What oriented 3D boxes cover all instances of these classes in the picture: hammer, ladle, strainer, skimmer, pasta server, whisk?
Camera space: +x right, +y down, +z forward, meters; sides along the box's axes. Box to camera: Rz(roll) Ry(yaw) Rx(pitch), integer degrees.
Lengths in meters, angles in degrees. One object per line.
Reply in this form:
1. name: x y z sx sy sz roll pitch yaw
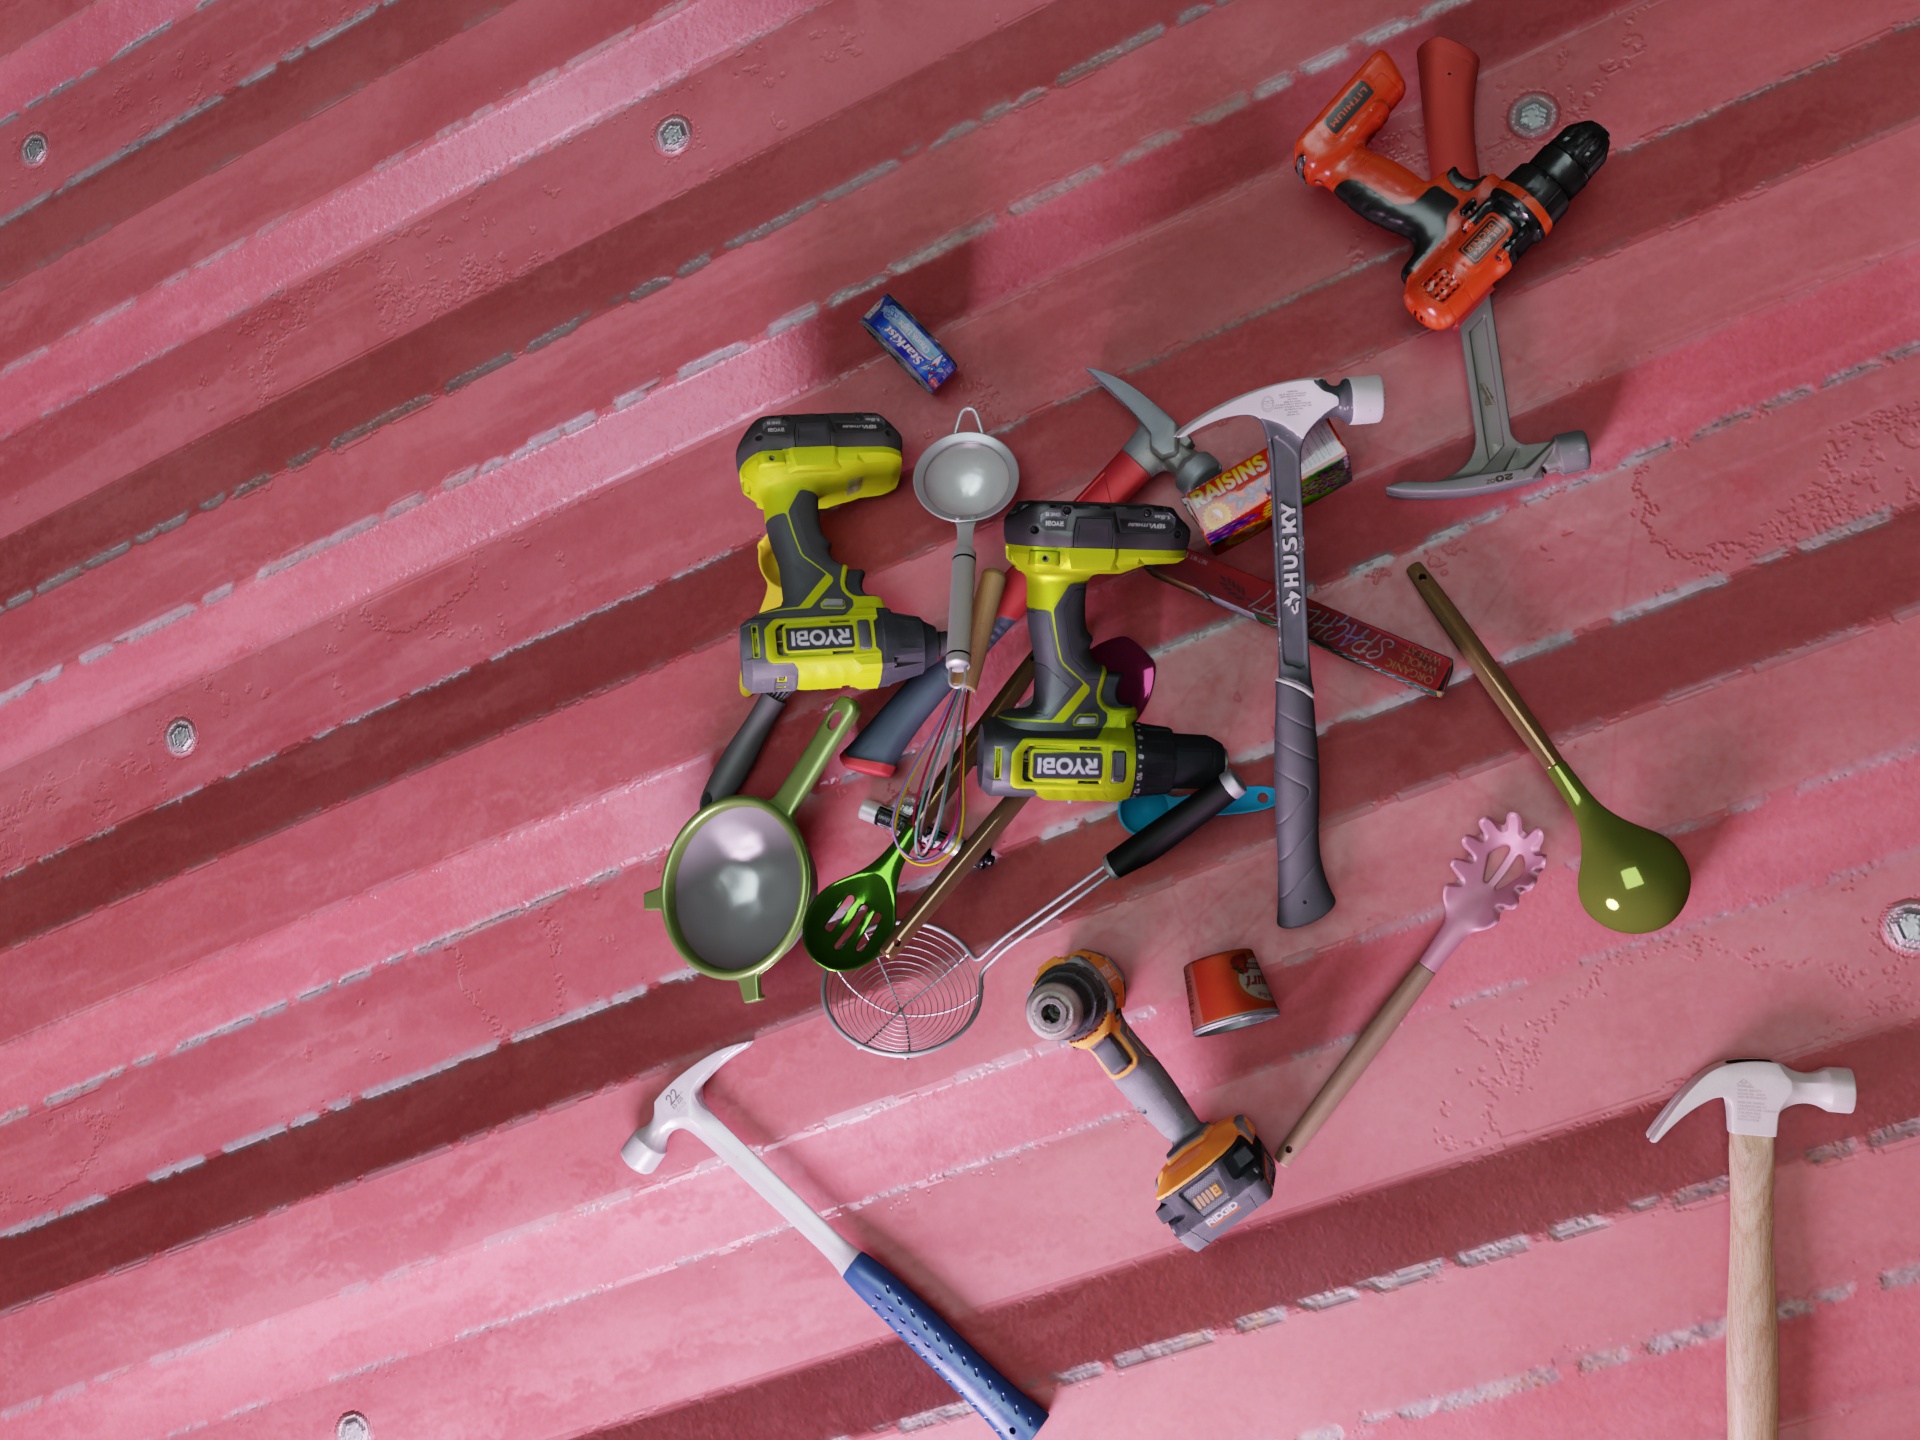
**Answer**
1. hammer: 0.546 0.402 1.102 0.130 0.031 0.331 1 85 16
2. hammer: 0.382 -0.351 1.230 0.149 0.036 0.359 -8 82 15
3. ladle: 0.425 0.014 1.181 0.078 0.062 0.320 -32 69 8
4. strainer: 0.002 -0.135 1.265 0.087 0.050 0.259 0 60 6
5. skimmer: 0.054 0.138 1.224 0.363 0.090 0.127 -37 48 18
6. hammer: 0.030 -0.109 1.302 0.386 0.038 0.143 -46 67 9
7. hammer: -0.092 0.427 1.283 0.406 0.035 0.144 38 95 17
8. pasta server: 0.329 0.205 1.184 0.060 0.040 0.316 38 97 29
9. whisk: 0.000 -0.003 1.248 0.047 0.051 0.245 7 75 33
10. hammer: 0.242 -0.043 1.176 0.149 0.036 0.409 -4 101 2
11. strainer: -0.143 0.096 1.313 0.152 0.069 0.256 35 96 31
12. whisk: -0.155 -0.017 1.348 0.055 0.055 0.239 34 99 17

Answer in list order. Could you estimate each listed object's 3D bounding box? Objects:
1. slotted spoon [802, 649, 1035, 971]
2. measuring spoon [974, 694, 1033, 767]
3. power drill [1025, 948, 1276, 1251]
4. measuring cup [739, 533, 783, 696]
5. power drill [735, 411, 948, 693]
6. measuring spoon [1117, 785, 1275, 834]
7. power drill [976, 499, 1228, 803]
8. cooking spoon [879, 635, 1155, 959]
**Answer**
1. slotted spoon: -0.020 0.067 1.273 0.070 0.031 0.314 33 79 13
2. measuring spoon: 0.056 -0.003 1.300 0.124 0.018 0.034 -43 49 14
3. power drill: 0.130 0.268 1.161 0.084 0.185 0.226 -39 78 8
4. measuring cup: -0.158 -0.094 1.371 0.062 0.029 0.156 24 103 19
5. power drill: -0.098 -0.133 1.289 0.171 0.080 0.223 -4 69 -10
6. measuring spoon: 0.188 0.067 1.254 0.128 0.021 0.042 -6 82 6
7. power drill: 0.112 -0.049 1.206 0.190 0.080 0.228 1 99 -5
8. cooking spoon: 0.043 0.062 1.254 0.068 0.017 0.319 42 81 -10
